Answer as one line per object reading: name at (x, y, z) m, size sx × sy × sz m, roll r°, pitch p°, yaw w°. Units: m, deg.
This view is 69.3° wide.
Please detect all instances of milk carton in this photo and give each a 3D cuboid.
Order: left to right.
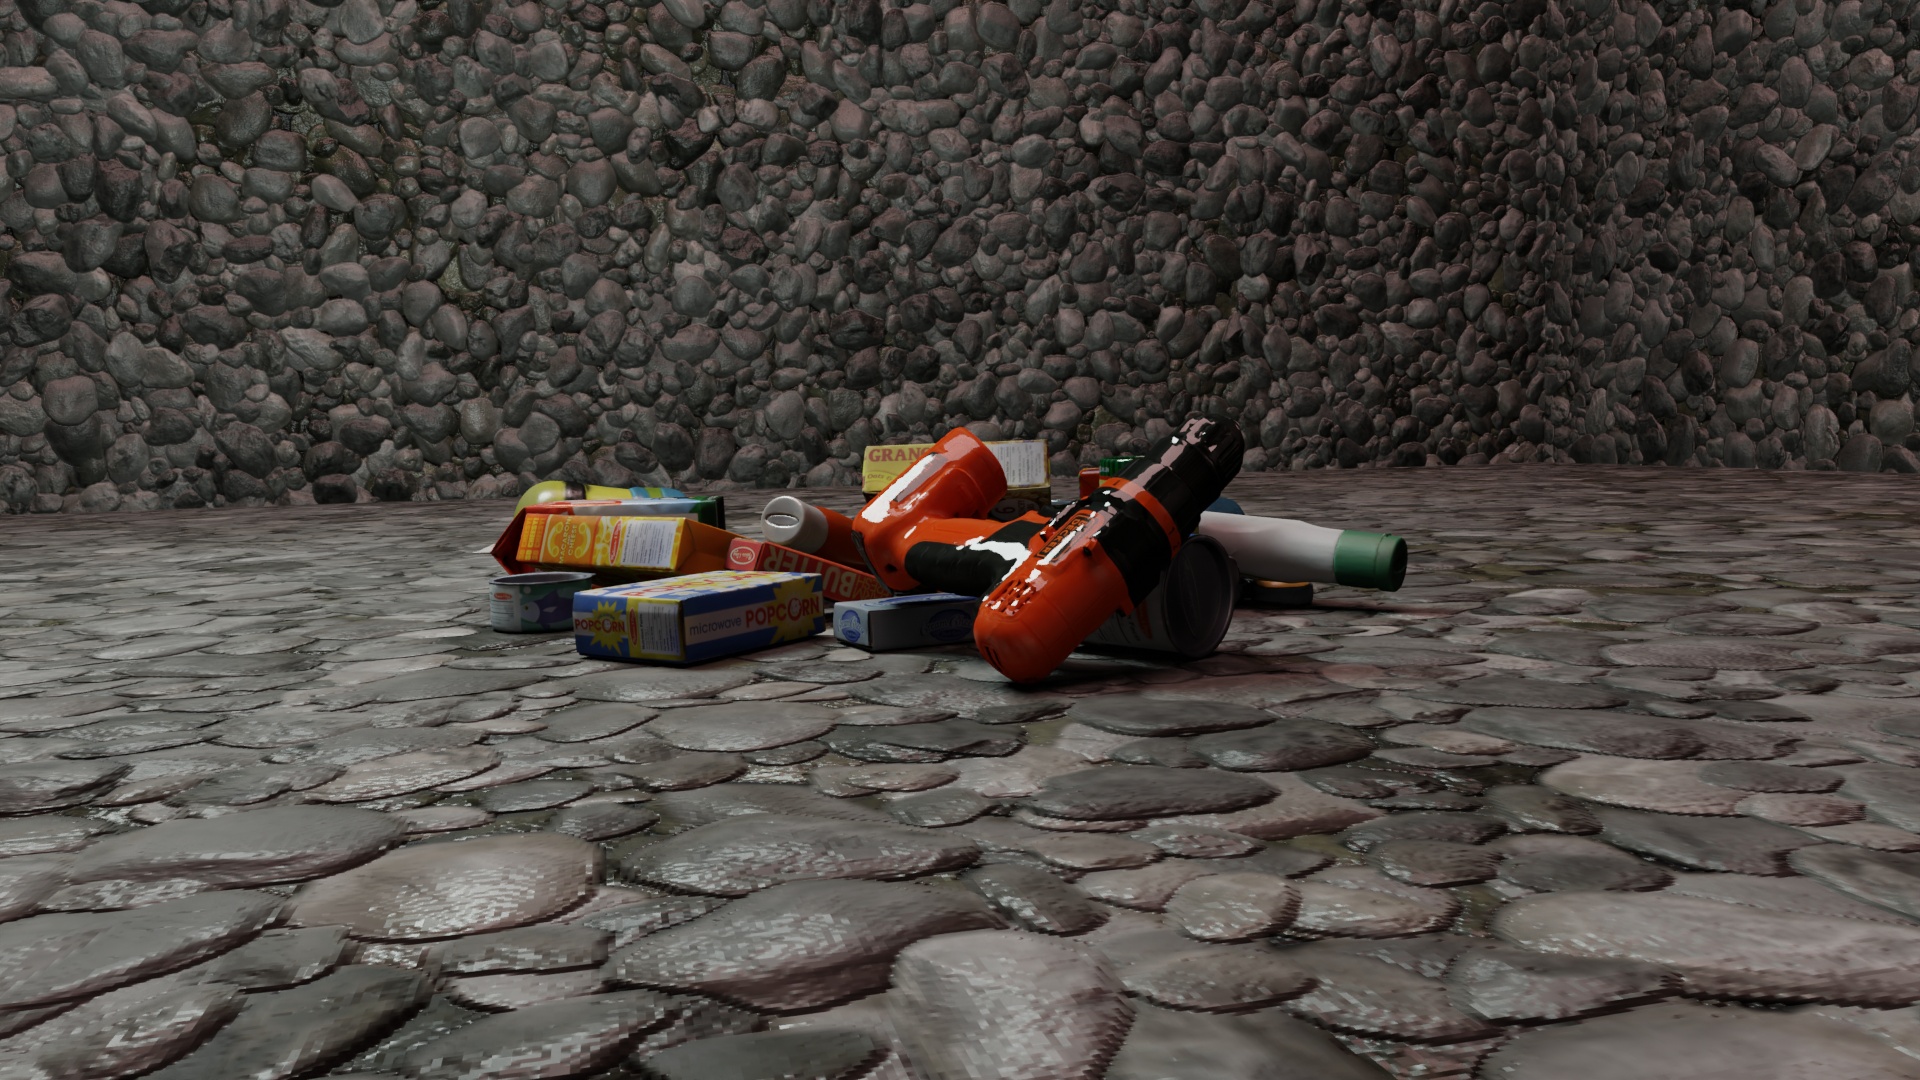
milk carton at (-0.288, 0.004, 1.121) m, size 0.191 × 0.073 × 0.072 m, roll -2°, pitch 4°, yaw -5°

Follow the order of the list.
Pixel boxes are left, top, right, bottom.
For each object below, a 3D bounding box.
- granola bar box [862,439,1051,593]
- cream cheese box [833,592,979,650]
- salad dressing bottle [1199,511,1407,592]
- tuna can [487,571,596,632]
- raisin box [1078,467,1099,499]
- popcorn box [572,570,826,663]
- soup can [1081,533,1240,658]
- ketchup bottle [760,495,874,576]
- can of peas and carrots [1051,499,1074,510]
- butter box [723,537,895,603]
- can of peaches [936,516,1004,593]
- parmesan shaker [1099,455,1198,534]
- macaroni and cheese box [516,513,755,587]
granola bar box at (0.004, -0.012, 0.984) m, size 0.124 × 0.039 × 0.165 m, roll -2°, pitch -26°, yaw 4°
cream cheese box at (-0.019, 0.047, 0.827) m, size 0.104 × 0.024 × 0.053 m, roll -4°, pitch 4°, yaw -29°
salad dressing bottle at (0.221, 0.008, 0.931) m, size 0.147 × 0.044 × 0.064 m, roll 7°, pitch 7°, yaw 34°
tuna can at (-0.276, 0.040, 0.923) m, size 0.071 × 0.032 × 0.071 m, roll -1°, pitch 5°, yaw 0°
raisin box at (0.122, -0.018, 1.184) m, size 0.040 × 0.086 × 0.123 m, roll -4°, pitch 4°, yaw 7°
popcorn box at (-0.151, 0.043, 0.818) m, size 0.085 × 0.038 × 0.127 m, roll 0°, pitch 5°, yaw 33°
soup can at (0.100, 0.027, 0.765) m, size 0.071 × 0.071 × 0.083 m, roll -6°, pitch 6°, yaw -45°
ketchup bottle at (-0.099, 0.001, 1.051) m, size 0.065 × 0.043 × 0.148 m, roll 5°, pitch -9°, yaw 23°
can of peas and carrots at (0.067, -0.004, 1.203) m, size 0.071 × 0.058 × 0.071 m, roll -2°, pitch 4°, yaw 0°
butter box at (-0.100, 0.024, 0.927) m, size 0.103 × 0.024 × 0.053 m, roll 20°, pitch -7°, yaw -30°
can of peaches at (0.016, 0.019, 0.903) m, size 0.071 × 0.071 × 0.058 m, roll -2°, pitch 4°, yaw -5°
parmesan shaker at (0.125, -0.004, 0.921) m, size 0.071 × 0.103 × 0.071 m, roll -2°, pitch 4°, yaw 0°
macaroni and cheese box at (-0.213, 0.014, 0.988) m, size 0.166 × 0.040 × 0.123 m, roll 1°, pitch -12°, yaw 36°
